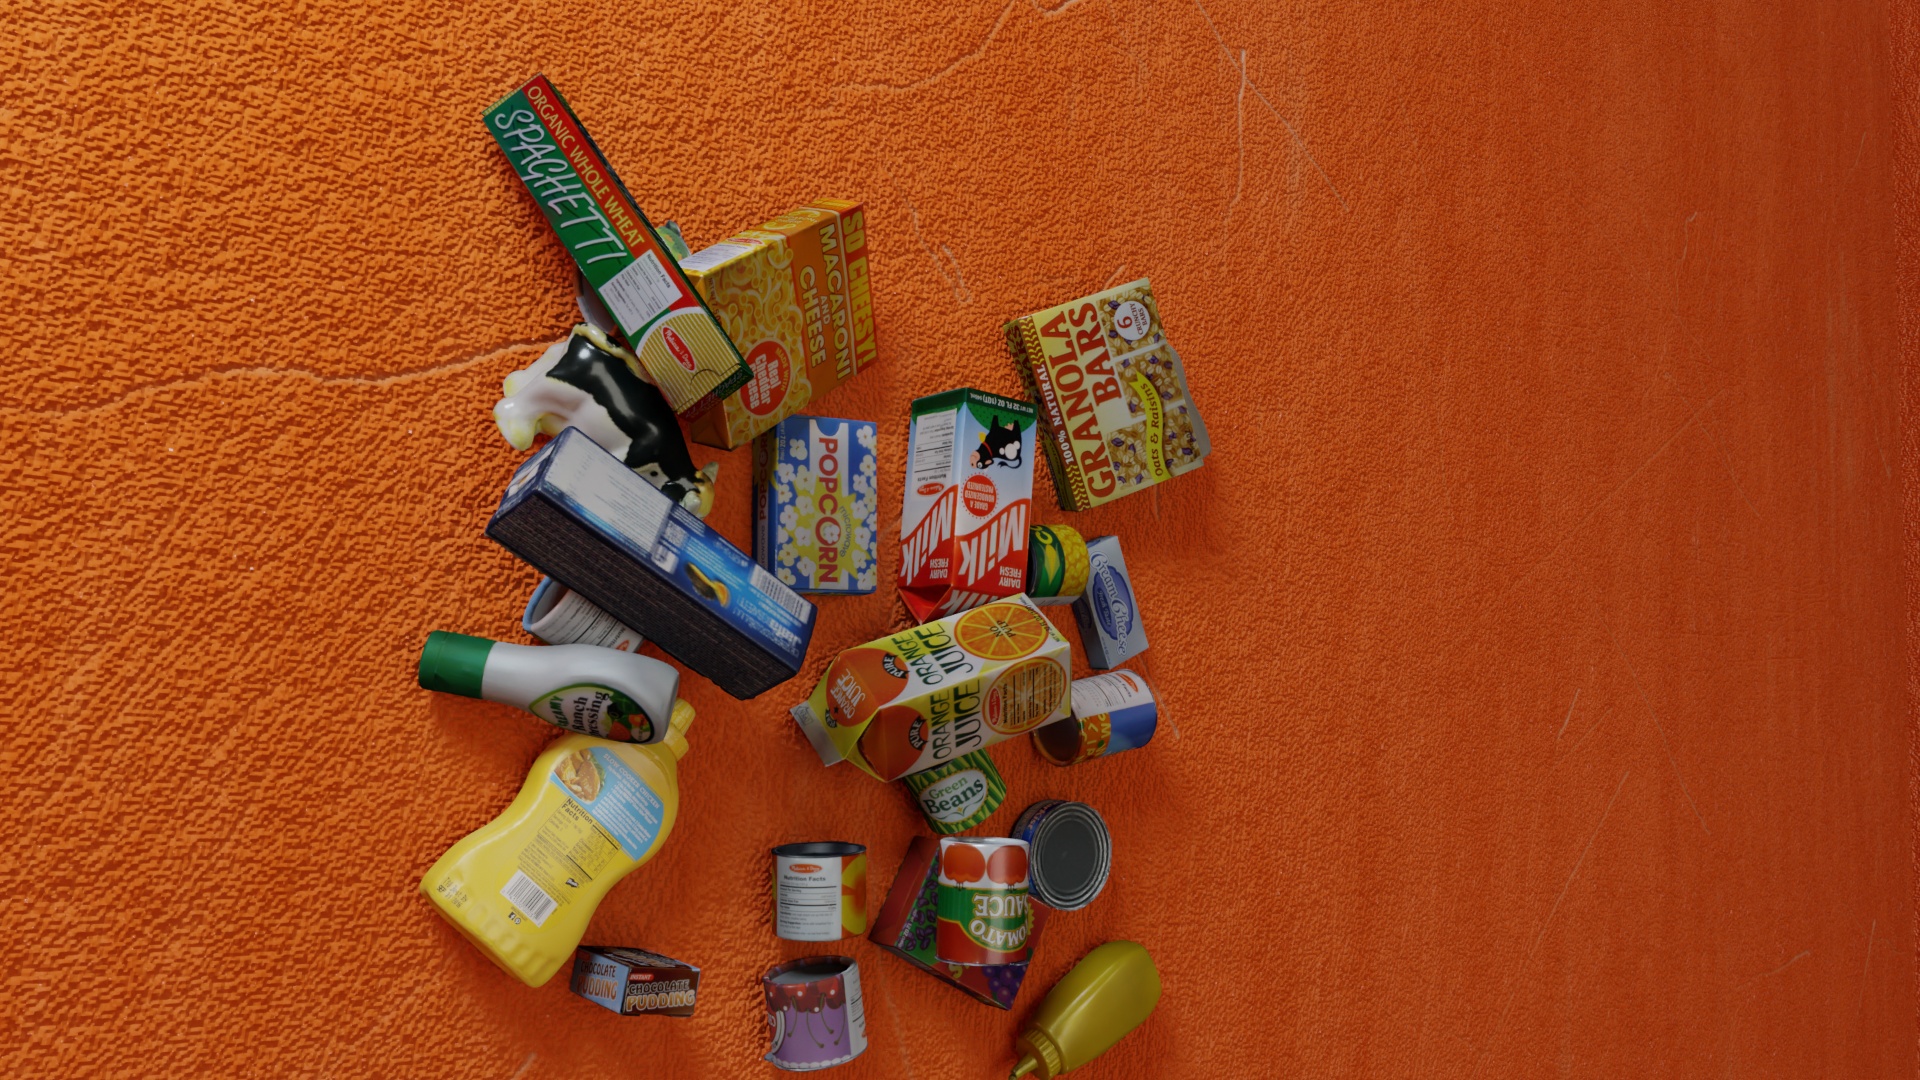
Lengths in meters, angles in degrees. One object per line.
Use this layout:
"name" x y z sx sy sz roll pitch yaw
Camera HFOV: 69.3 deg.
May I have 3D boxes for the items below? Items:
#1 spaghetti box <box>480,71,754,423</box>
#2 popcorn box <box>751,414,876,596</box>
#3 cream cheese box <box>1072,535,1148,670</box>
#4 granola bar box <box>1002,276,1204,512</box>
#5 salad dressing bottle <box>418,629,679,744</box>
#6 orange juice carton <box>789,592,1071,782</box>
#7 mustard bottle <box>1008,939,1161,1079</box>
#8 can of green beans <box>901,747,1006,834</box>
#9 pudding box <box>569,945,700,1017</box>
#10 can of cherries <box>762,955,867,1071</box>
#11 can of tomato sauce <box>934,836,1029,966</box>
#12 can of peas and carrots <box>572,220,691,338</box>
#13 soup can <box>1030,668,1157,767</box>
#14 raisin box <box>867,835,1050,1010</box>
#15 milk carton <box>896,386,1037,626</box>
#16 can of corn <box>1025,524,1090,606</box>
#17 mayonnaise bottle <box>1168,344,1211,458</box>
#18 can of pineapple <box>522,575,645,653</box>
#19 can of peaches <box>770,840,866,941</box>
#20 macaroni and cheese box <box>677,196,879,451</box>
"spaghetti box" -0.213 -0.183 0.853 0.050 0.028 0.250 -36 74 3
"popcorn box" -0.104 -0.024 0.998 0.085 0.038 0.126 3 84 -36
"cream cheese box" 0.121 0.052 1.171 0.053 0.024 0.103 -23 100 -37
"granola bar box" 0.119 -0.121 1.154 0.124 0.039 0.165 -21 98 -17
"salad dressing bottle" -0.248 0.086 0.840 0.148 0.064 0.044 12 45 -6
"orange juice carton" -0.020 0.110 0.997 0.193 0.072 0.072 -17 126 -20
"mustard bottle" 0.091 0.381 1.102 0.161 0.048 0.065 -27 102 -35
"can of green beans" -0.007 0.177 1.036 0.071 0.071 0.057 -39 109 -33
"pudding box" -0.204 0.275 0.867 0.050 0.083 0.030 16 77 -35
"can of cherries" -0.102 0.323 0.952 0.072 0.071 0.058 -7 91 -37
"can of tomato sauce" 0.017 0.257 0.995 0.071 0.071 0.083 8 80 -36
"can of peas and carrots" -0.213 -0.171 0.910 0.059 0.071 0.071 -20 98 -36
"soup can" 0.106 0.146 1.126 0.084 0.071 0.071 -8 91 -37
"raisin box" 0.001 0.290 1.049 0.123 0.040 0.086 37 64 -27
"milk carton" 0.004 -0.013 1.057 0.072 0.073 0.190 11 79 -37
"can of corn" 0.060 0.017 1.101 0.058 0.071 0.071 0 86 -38
"mayonnaise bottle" 0.170 -0.135 1.215 0.065 0.041 0.148 -25 100 -32
"can of pineapple" -0.234 0.044 0.879 0.058 0.071 0.071 40 64 -28
"can of peaches" -0.097 0.242 0.964 0.071 0.071 0.058 3 84 -37
"macaroni and cheese box" -0.125 -0.152 0.948 0.167 0.040 0.123 -40 135 -45
